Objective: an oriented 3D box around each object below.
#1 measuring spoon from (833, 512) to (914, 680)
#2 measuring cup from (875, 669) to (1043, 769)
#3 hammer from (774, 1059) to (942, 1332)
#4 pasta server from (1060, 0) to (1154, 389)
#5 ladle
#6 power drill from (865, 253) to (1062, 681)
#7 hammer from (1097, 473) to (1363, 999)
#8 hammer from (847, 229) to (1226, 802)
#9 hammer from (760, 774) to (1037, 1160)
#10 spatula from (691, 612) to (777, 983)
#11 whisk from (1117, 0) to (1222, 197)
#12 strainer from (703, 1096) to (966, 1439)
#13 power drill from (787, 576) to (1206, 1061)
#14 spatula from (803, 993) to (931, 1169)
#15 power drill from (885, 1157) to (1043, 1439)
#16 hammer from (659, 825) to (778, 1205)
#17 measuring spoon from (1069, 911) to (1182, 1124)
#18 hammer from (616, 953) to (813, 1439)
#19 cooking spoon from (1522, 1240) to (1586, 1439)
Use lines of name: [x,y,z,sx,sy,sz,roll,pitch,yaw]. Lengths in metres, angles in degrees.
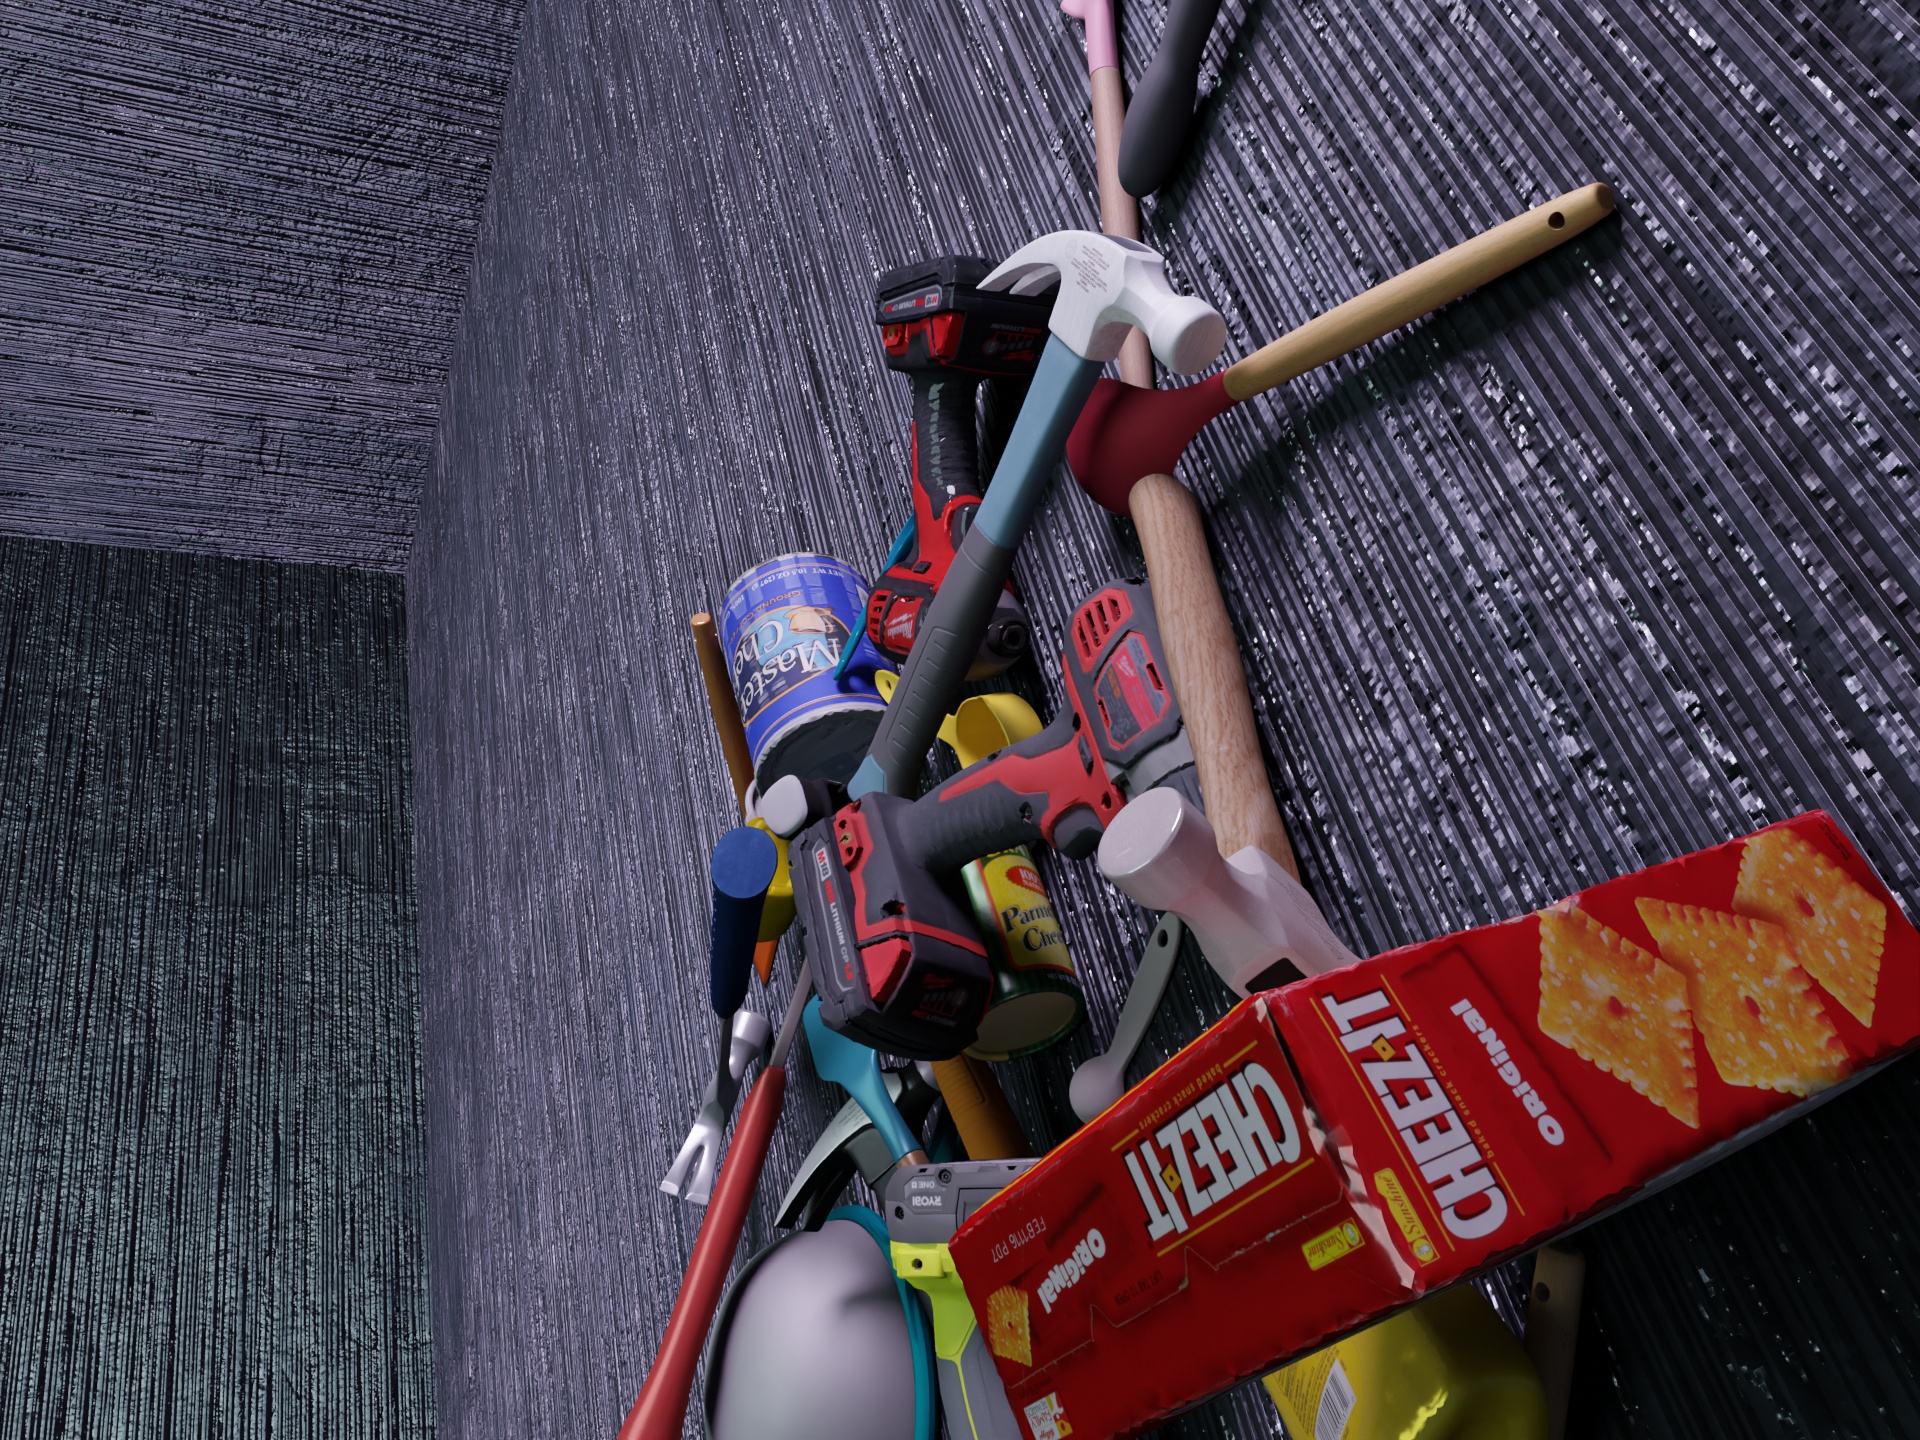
measuring spoon: [-0.041,-0.074,0.947,0.129,0.021,0.042,-66,14,-22]
measuring cup: [-0.001,-0.003,0.874,0.157,0.029,0.062,33,131,54]
hammer: [0.007,0.326,0.783,0.146,0.035,0.335,-45,48,18]
pasta server: [0.067,-0.298,0.791,0.060,0.040,0.316,134,133,-70]
ladle: [0.131,-0.145,0.648,0.315,0.031,0.069,-17,99,59]
power drill: [0.003,-0.131,0.859,0.143,0.078,0.219,-160,73,-63]
hammer: [0.093,-0.009,0.579,0.031,0.130,0.332,-39,24,22]
hammer: [0.013,-0.078,0.765,0.128,0.033,0.330,53,132,36]
hammer: [0.003,0.174,0.807,0.034,0.127,0.337,-41,57,23]
spatula: [-0.158,0.055,1.119,0.081,0.041,0.322,-117,14,-46]
whisk: [0.119,-0.362,0.682,0.070,0.070,0.284,-115,33,-45]
strainer: [-0.081,0.349,0.930,0.211,0.095,0.340,57,134,51]
power drill: [0.037,0.066,0.695,0.226,0.080,0.188,-38,49,25]
spatula: [-0.006,0.240,0.794,0.082,0.044,0.318,-44,53,16]
power drill: [0.045,0.297,0.658,0.171,0.080,0.223,-8,75,22]
hammer: [-0.144,0.182,0.982,0.405,0.035,0.144,107,-179,-57]
measuring spoon: [0.075,0.138,0.736,0.034,0.018,0.124,55,134,52]
hammer: [-0.126,0.256,0.949,0.149,0.036,0.359,130,158,-76]
cooking spoon: [0.172,0.323,0.513,0.069,0.017,0.319,-162,77,-65]
